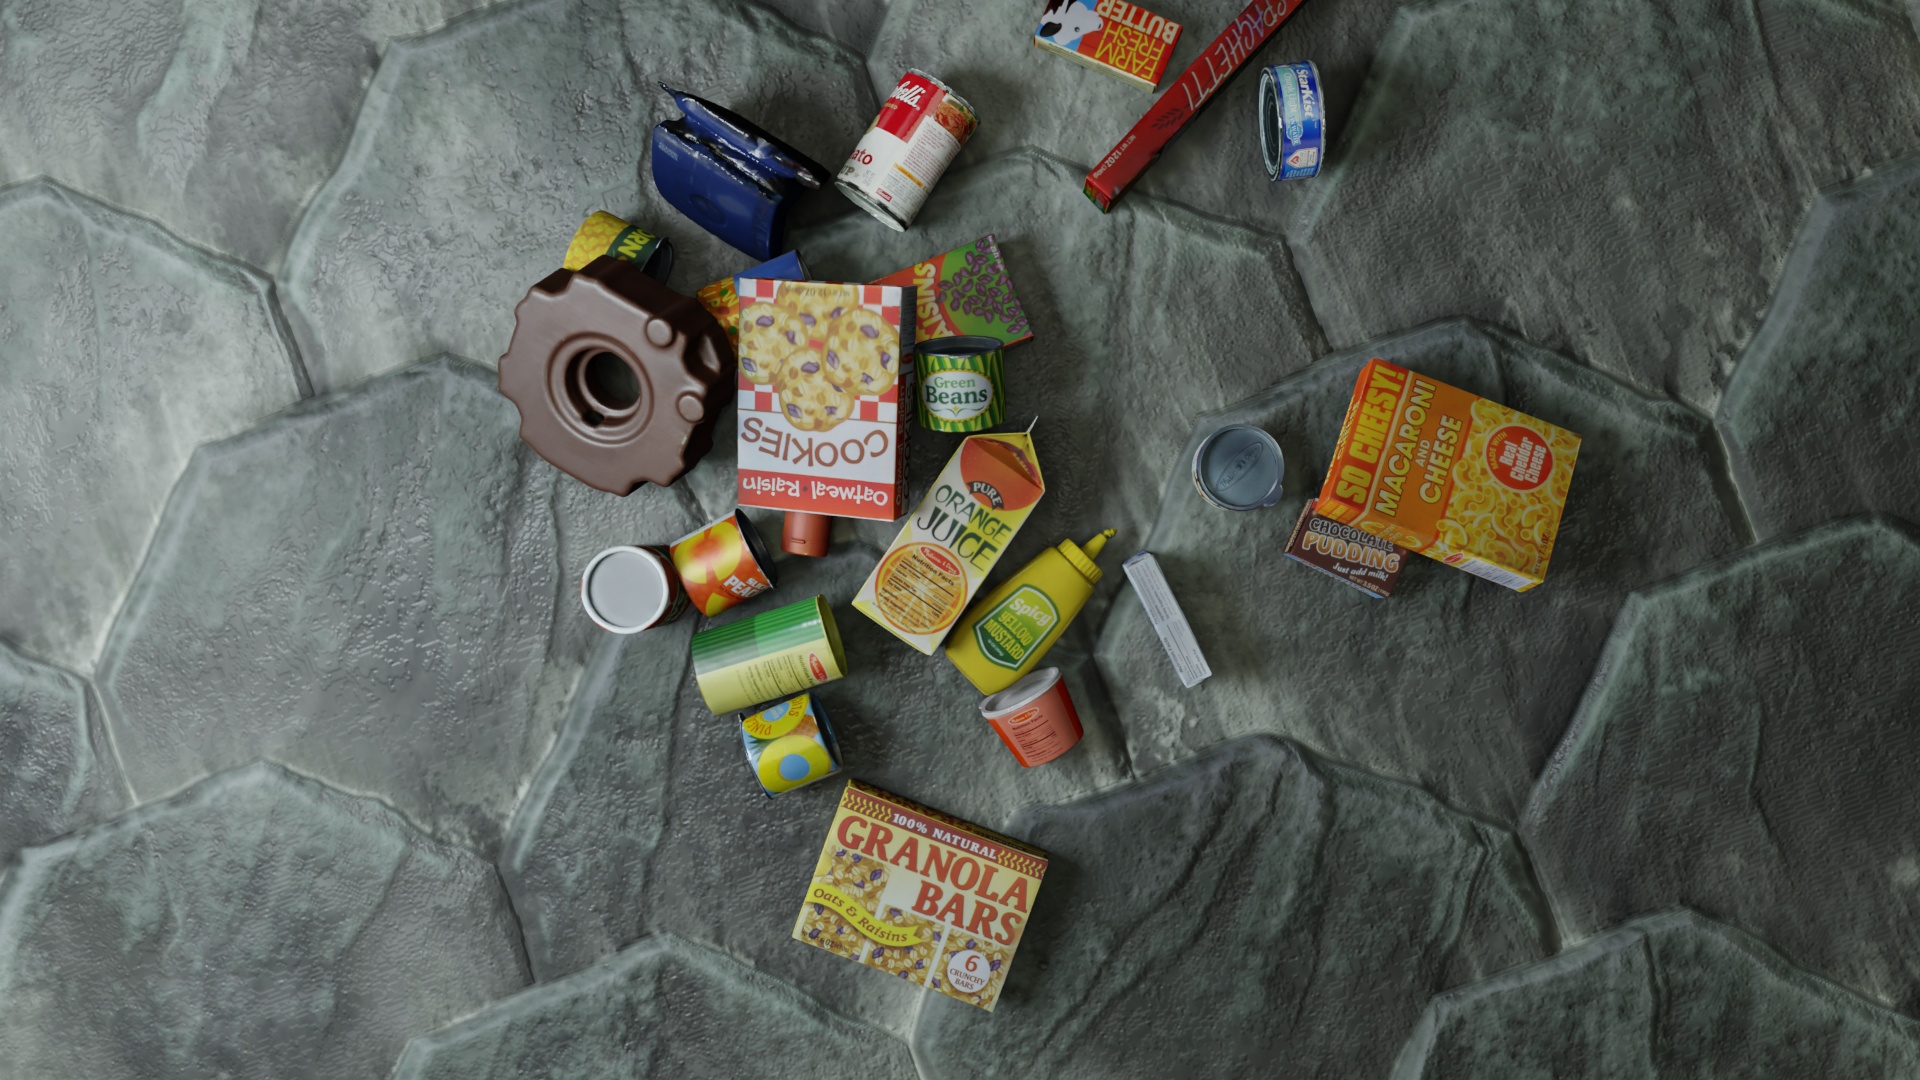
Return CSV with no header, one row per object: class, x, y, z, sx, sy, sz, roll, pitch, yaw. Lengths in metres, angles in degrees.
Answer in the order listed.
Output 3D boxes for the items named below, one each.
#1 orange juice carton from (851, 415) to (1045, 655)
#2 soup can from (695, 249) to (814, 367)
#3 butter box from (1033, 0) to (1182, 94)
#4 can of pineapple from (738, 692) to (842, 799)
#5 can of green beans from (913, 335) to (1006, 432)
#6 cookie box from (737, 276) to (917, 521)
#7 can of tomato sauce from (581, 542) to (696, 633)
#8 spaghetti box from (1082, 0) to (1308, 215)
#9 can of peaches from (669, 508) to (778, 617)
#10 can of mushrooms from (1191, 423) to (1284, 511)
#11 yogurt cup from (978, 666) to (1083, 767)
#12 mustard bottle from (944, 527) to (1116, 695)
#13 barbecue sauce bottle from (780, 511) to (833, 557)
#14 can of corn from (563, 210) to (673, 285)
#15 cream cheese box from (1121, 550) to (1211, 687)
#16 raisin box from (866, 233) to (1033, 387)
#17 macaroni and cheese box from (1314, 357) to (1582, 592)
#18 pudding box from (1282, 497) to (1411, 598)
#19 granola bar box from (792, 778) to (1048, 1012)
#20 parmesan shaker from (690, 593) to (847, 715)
orange juice carton,0.004,-0.013,1.048,0.073,0.072,0.192,34,91,1
soup can,-0.149,-0.173,1.054,0.084,0.071,0.071,-22,90,2
butter box,0.113,-0.388,1.068,0.103,0.024,0.053,23,91,2
can of pineapple,-0.129,0.154,1.054,0.058,0.071,0.071,-22,90,1
can of green beans,0.000,-0.115,1.016,0.071,0.071,0.057,-2,109,2
cookie box,-0.097,-0.103,1.002,0.123,0.040,0.167,6,103,15
can of tomato sauce,-0.241,0.037,1.049,0.071,0.083,0.071,0,90,2
spaghetti box,0.188,-0.350,1.054,0.028,0.050,0.250,43,91,0
can of peaches,-0.179,0.019,1.055,0.058,0.071,0.071,-27,90,2
can of mushrooms,0.213,-0.053,1.061,0.071,0.033,0.071,0,89,1
yogurt cup,0.057,0.135,1.051,0.072,0.072,0.054,-29,98,2
mustard bottle,0.060,0.045,1.057,0.065,0.049,0.160,44,91,-2
barbecue sauce bottle,-0.109,-0.063,1.065,0.065,0.044,0.148,9,91,13
can of corn,-0.260,-0.212,1.057,0.058,0.071,0.071,27,91,2
cream cheese box,0.156,0.058,1.053,0.024,0.053,0.104,-27,89,4
raisin box,-0.016,-0.171,1.065,0.123,0.040,0.086,-21,90,2
macaroni and cheese box,0.364,-0.049,1.039,0.166,0.040,0.124,21,74,2
pudding box,0.296,0.006,1.060,0.084,0.030,0.049,25,89,1
granola bar box,-0.030,0.271,1.065,0.166,0.039,0.124,20,90,1
parmesan shaker,-0.146,0.085,1.053,0.103,0.071,0.071,-17,90,2
